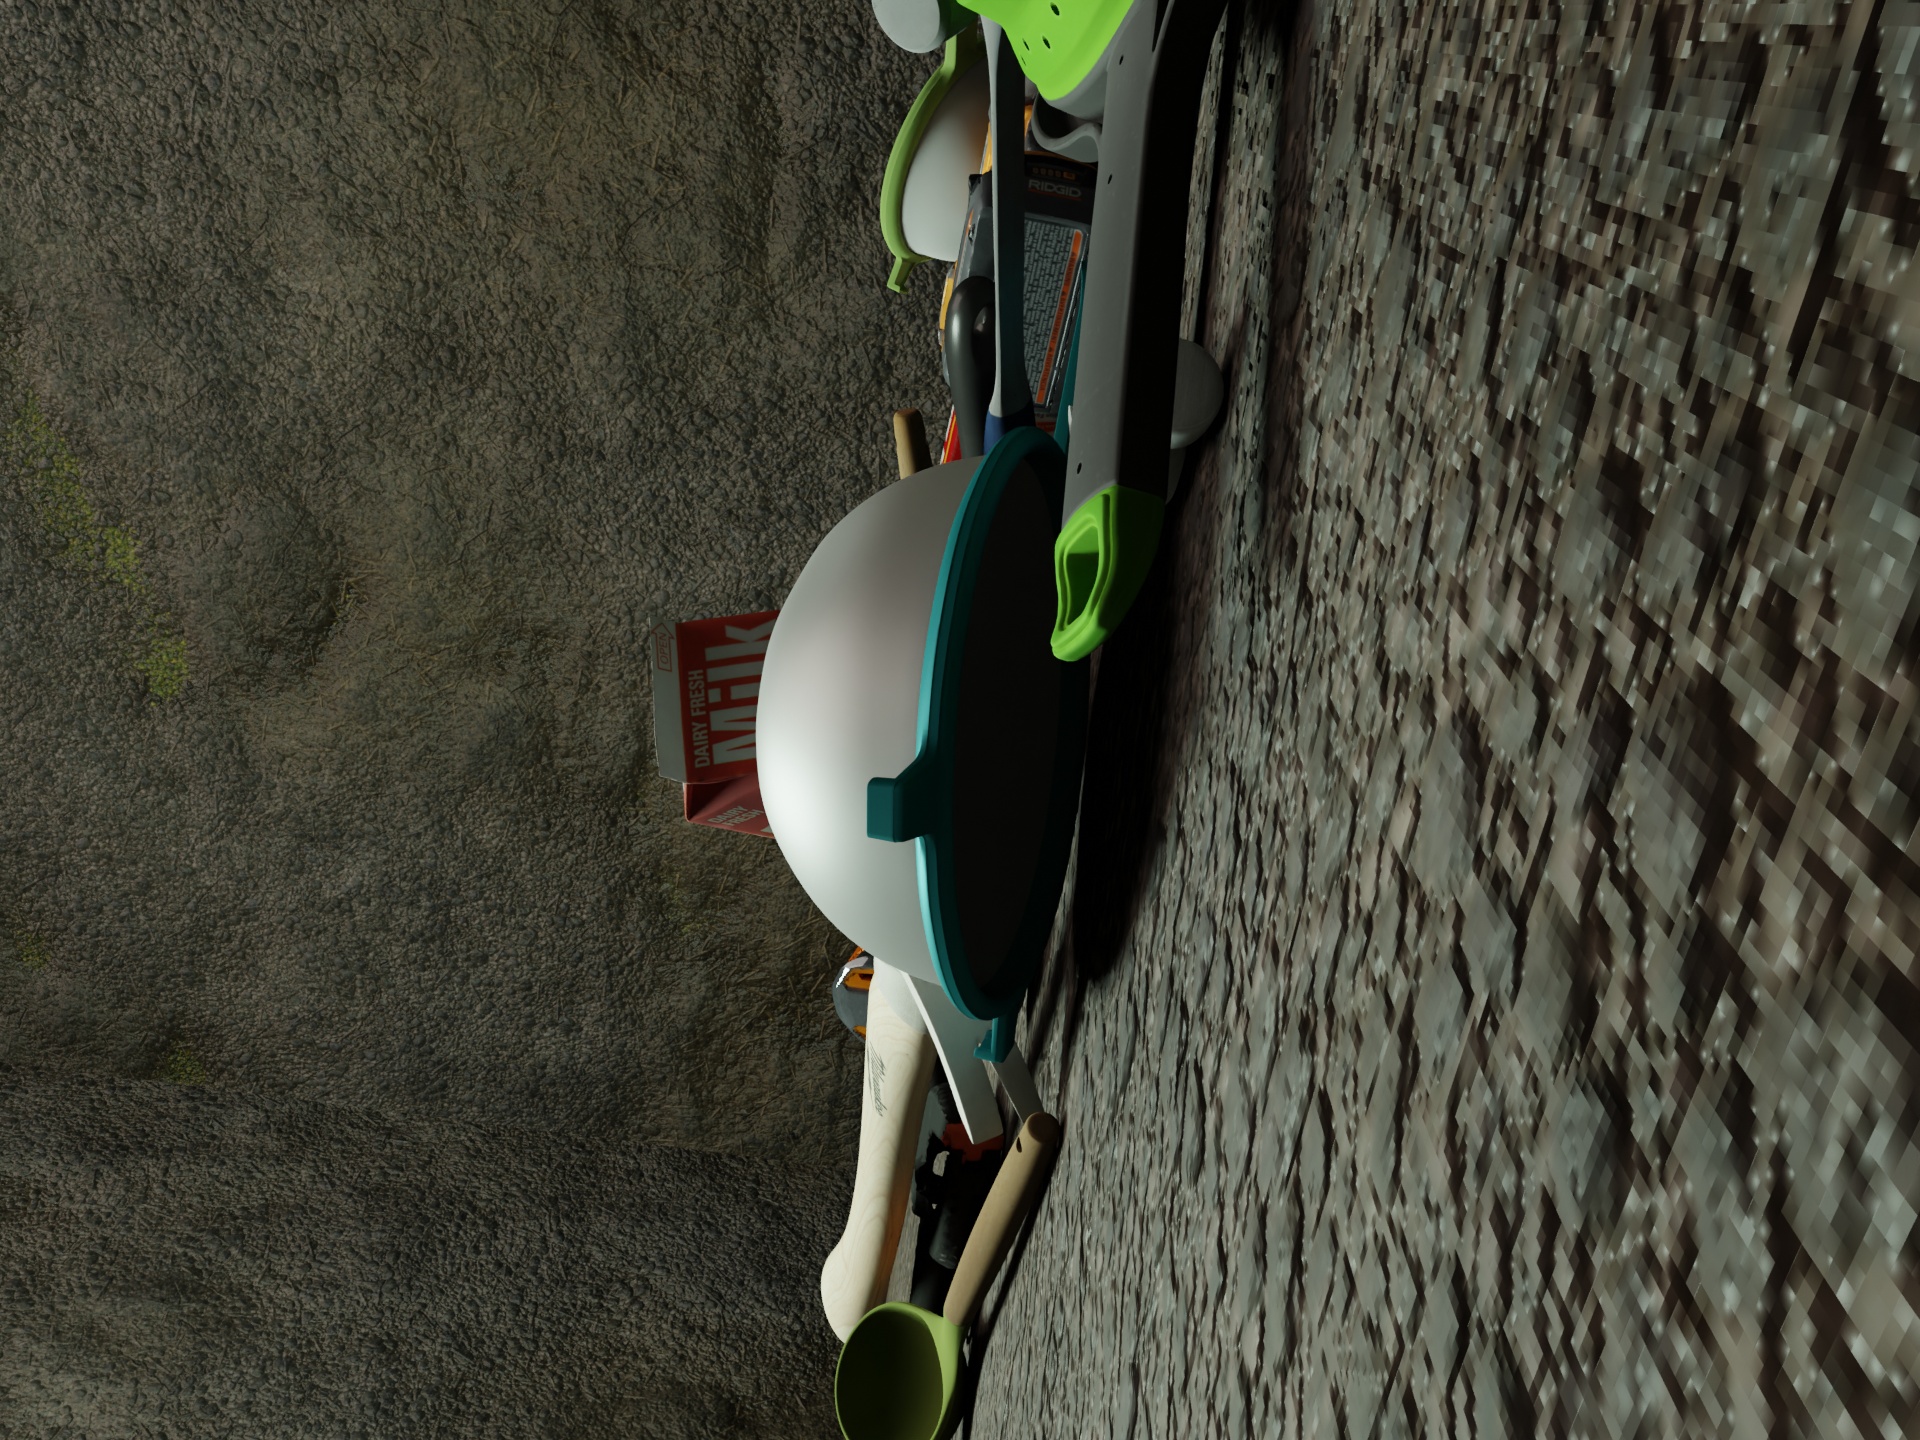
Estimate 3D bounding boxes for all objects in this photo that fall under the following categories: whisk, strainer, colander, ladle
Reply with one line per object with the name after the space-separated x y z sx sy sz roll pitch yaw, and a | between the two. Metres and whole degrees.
0.013 -0.120 0.840 0.295 0.073 0.073 85 -170 -58 | whisk
-0.006 -0.055 0.615 0.210 0.095 0.341 71 -153 -55 | strainer
0.022 -0.209 0.448 0.204 0.094 0.397 136 144 -63 | colander
0.021 -0.373 0.966 0.151 0.069 0.256 -50 -15 -21 | strainer
-0.008 0.252 0.699 0.320 0.062 0.078 105 155 -49 | ladle

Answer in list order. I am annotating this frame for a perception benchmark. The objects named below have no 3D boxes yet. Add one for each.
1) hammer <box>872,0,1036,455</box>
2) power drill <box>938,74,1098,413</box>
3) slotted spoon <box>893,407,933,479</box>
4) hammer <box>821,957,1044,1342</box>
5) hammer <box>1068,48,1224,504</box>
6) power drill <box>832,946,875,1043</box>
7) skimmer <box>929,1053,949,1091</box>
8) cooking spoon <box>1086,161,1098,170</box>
0.027 -0.157 0.721 0.144 0.035 0.405 -47 -31 -35 | hammer
0.043 -0.292 0.855 0.226 0.084 0.185 -87 8 -51 | power drill
-0.001 -0.003 0.801 0.070 0.031 0.313 -88 -10 -65 | slotted spoon
-0.034 0.229 0.786 0.146 0.038 0.410 58 154 34 | hammer
0.075 -0.229 0.545 0.128 0.033 0.331 113 165 -77 | hammer
-0.026 0.048 0.890 0.164 0.084 0.226 -46 -49 -56 | power drill
-0.014 0.096 1.039 0.090 0.127 0.363 -17 78 51 | skimmer
0.067 -0.247 0.979 0.069 0.017 0.318 -86 5 -61 | cooking spoon
